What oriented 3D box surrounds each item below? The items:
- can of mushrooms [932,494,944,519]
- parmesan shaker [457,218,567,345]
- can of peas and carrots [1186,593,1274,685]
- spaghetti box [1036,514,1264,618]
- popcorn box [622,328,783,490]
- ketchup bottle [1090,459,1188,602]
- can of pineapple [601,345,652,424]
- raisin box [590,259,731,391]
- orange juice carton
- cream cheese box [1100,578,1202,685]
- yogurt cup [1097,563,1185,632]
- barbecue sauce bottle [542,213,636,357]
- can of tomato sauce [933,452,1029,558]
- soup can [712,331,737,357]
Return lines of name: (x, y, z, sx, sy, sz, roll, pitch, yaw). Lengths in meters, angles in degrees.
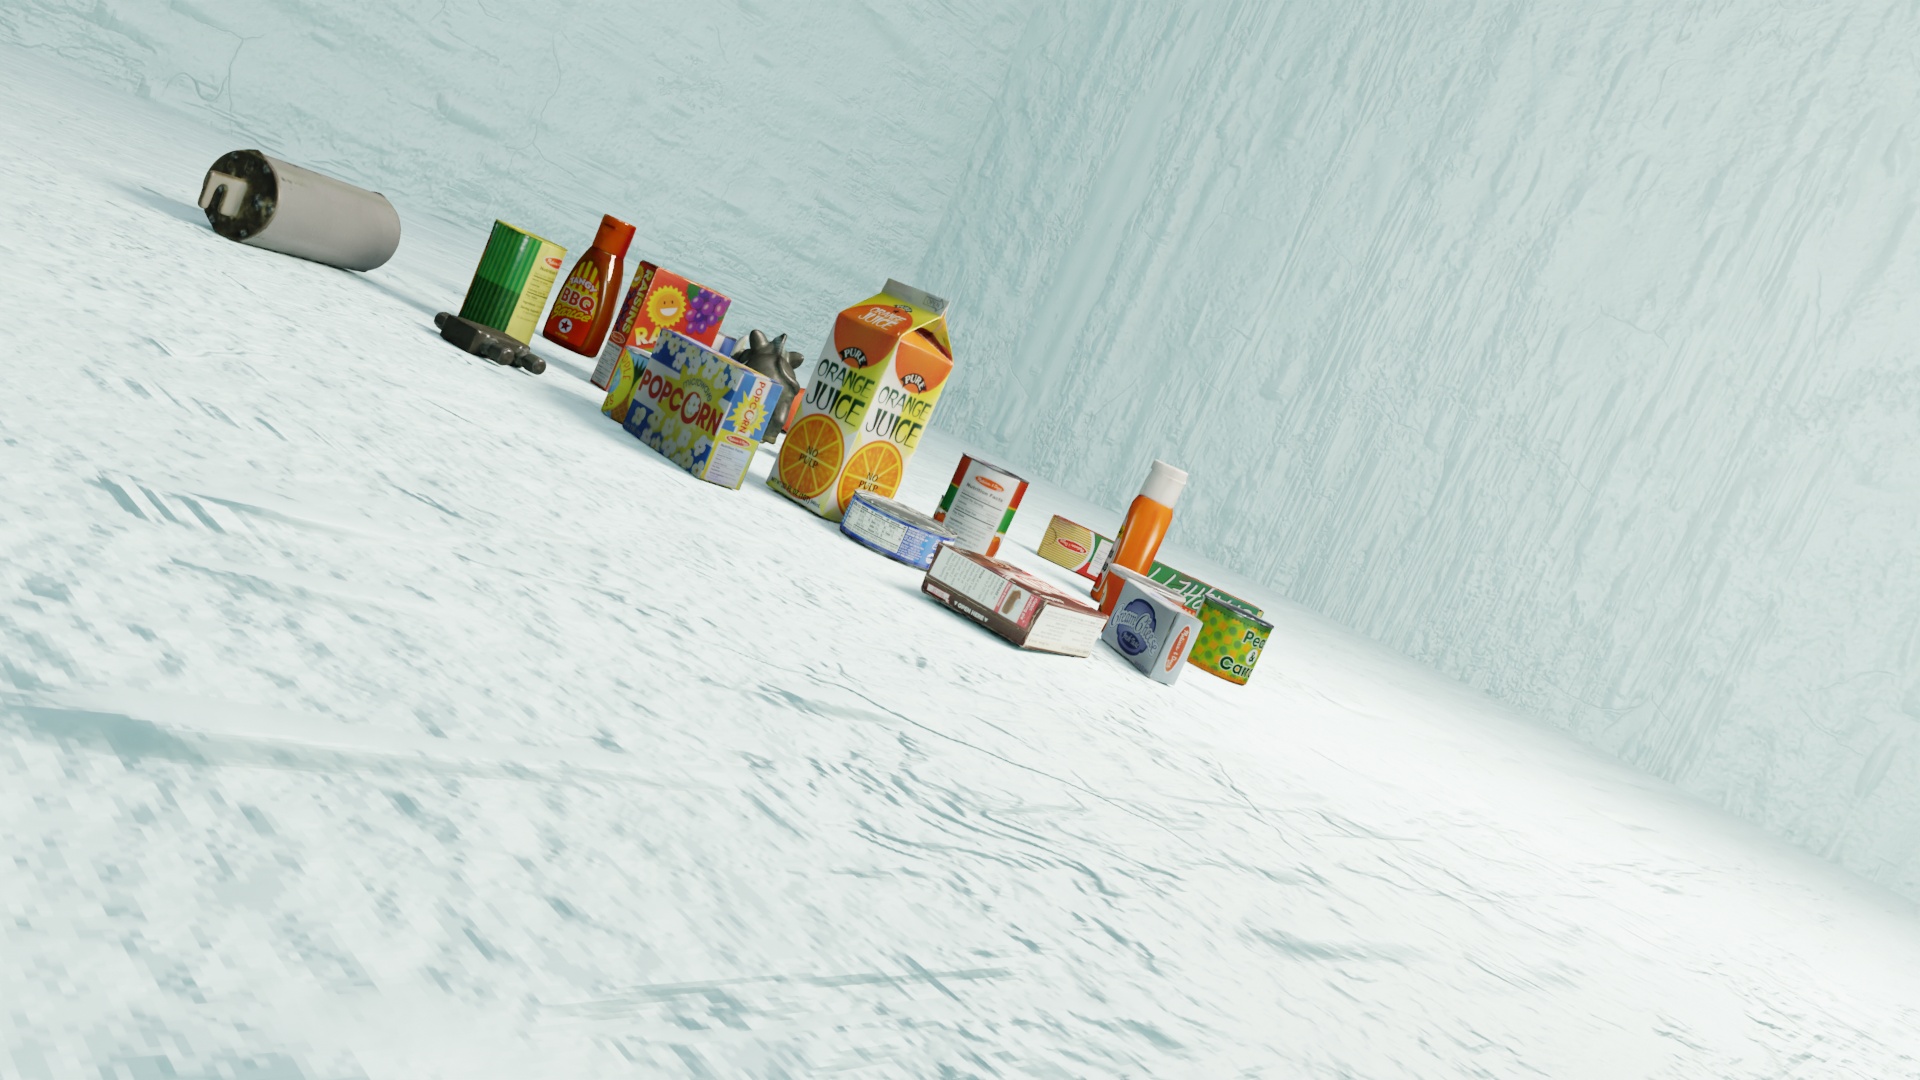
can of mushrooms: (0.005, -0.017, 1.346, 0.071, 0.033, 0.071, 24, 6, -2)
parmesan shaker: (-0.405, -0.228, 1.247, 0.071, 0.103, 0.071, 24, 5, -2)
can of peas and carrots: (0.232, 0.087, 1.206, 0.071, 0.058, 0.071, 24, 6, -2)
spaghetti box: (0.206, 0.045, 1.518, 0.250, 0.050, 0.029, 25, 5, 8)
popcorn box: (-0.194, -0.099, 1.033, 0.038, 0.085, 0.127, 19, 8, -45)
ketchup bottle: (0.176, -0.004, 1.353, 0.043, 0.148, 0.065, 25, 5, 3)
can of pineapple: (-0.249, -0.118, 1.116, 0.071, 0.058, 0.071, 24, 6, -2)
raisin box: (-0.277, -0.186, 1.288, 0.086, 0.123, 0.040, 19, 7, -42)
orange juice carton: (-0.072, -0.111, 1.098, 0.072, 0.192, 0.073, 28, 7, 37)
cream cheese box: (0.142, 0.068, 1.045, 0.024, 0.053, 0.104, 23, 6, -18)
yogurt cup: (0.145, 0.057, 1.148, 0.072, 0.054, 0.072, 24, 6, -2)
barbecue sauce bottle: (-0.392, -0.274, 1.488, 0.065, 0.148, 0.044, 26, 5, 17)
can of tomato sauce: (0.016, -0.029, 1.252, 0.071, 0.083, 0.071, 24, 5, -2)
soup can: (-0.284, -0.189, 1.479, 0.071, 0.083, 0.071, 24, 5, -2)
